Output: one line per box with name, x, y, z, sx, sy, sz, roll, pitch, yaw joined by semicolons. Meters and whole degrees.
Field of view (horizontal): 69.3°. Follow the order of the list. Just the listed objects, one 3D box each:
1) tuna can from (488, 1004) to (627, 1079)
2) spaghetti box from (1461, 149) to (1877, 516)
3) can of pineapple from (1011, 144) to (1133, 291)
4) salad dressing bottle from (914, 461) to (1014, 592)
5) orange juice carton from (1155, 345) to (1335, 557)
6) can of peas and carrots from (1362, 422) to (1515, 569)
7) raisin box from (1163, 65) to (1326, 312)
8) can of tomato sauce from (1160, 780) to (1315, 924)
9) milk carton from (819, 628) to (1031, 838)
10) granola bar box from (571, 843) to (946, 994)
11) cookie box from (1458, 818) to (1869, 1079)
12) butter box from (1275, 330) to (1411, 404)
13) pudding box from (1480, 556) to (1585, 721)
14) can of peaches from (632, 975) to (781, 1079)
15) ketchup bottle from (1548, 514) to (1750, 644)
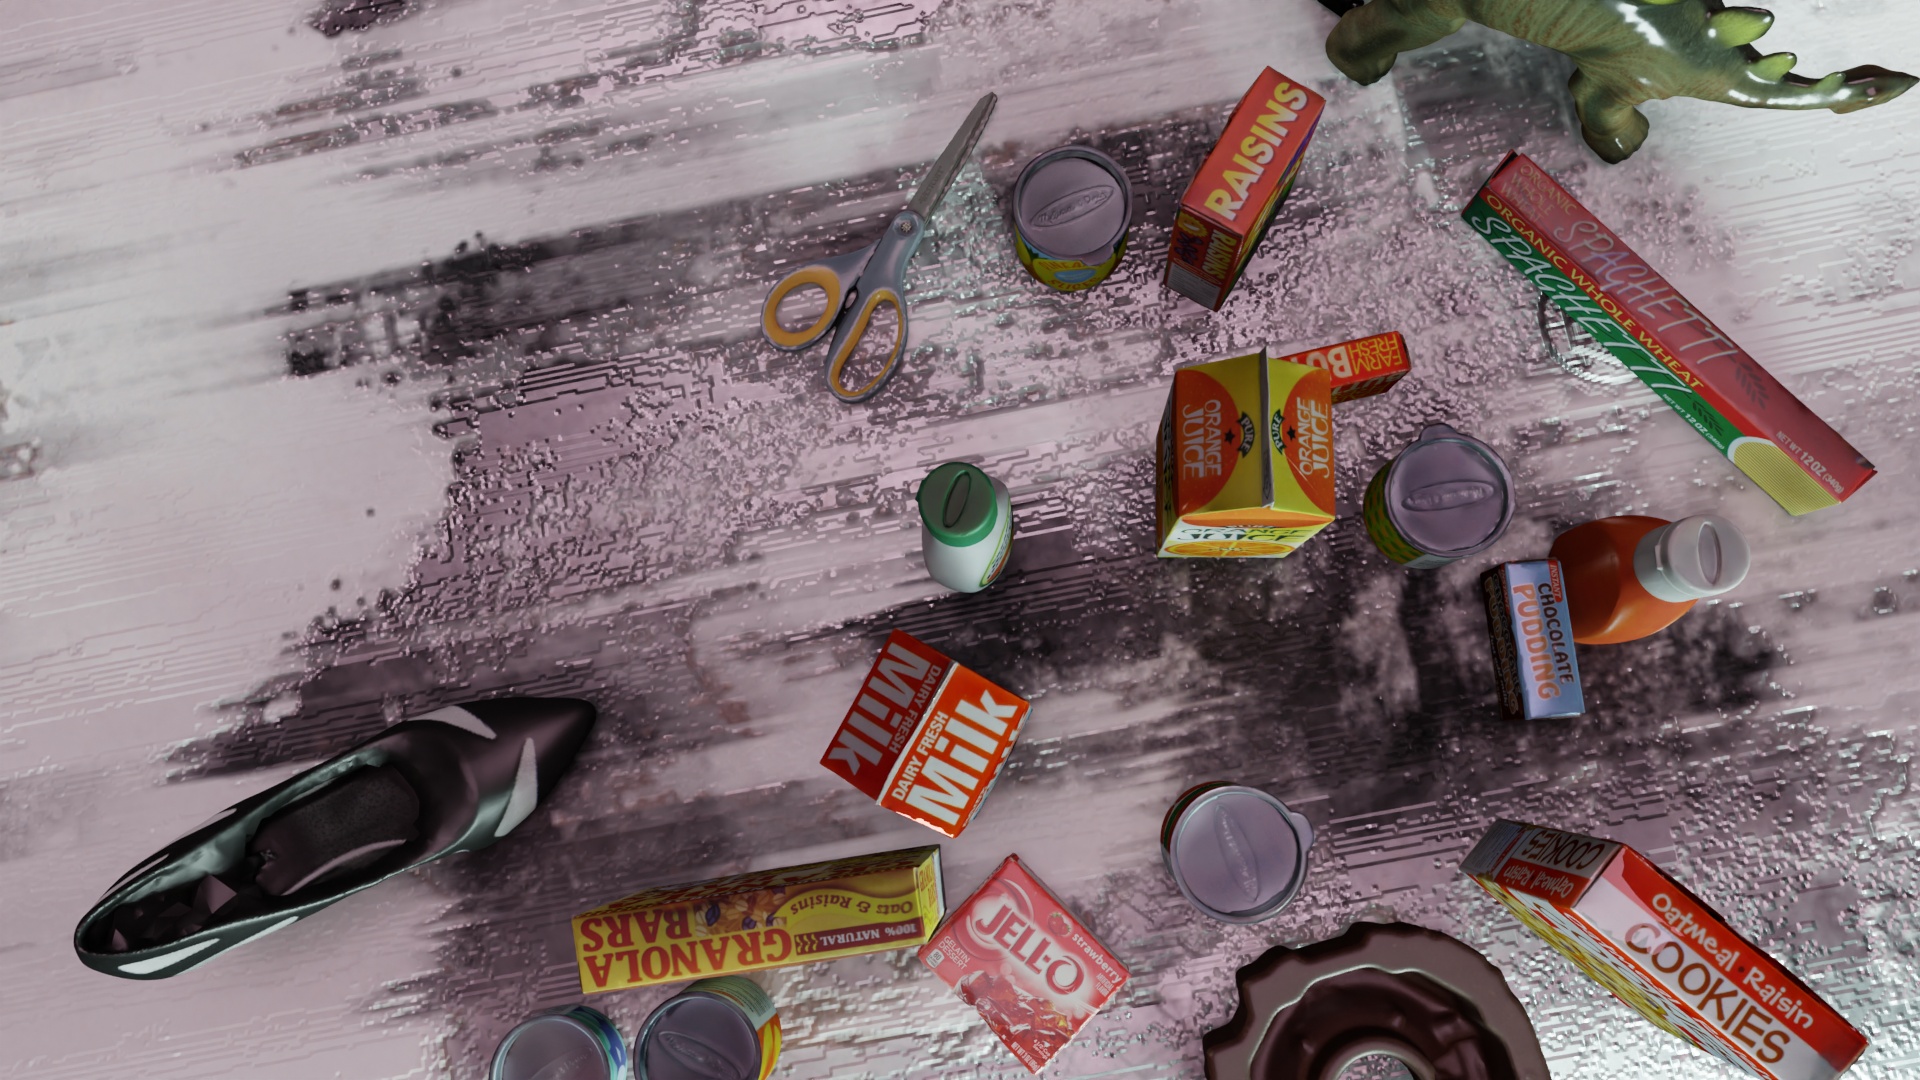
tuna can;-0.213;0.286;0.743;0.071;0.033;0.071;-1;82;4
spaghetti box;0.377;-0.112;0.752;0.029;0.050;0.250;-44;81;-3
can of pineapple;0.063;-0.178;0.779;0.071;0.058;0.071;-1;82;4
salad dressing bottle;0.003;-0.009;0.713;0.044;0.147;0.064;18;84;6
orange juice carton;0.138;-0.037;0.685;0.073;0.192;0.072;0;82;4
can of peas and carrots;0.253;-0.022;0.743;0.071;0.058;0.071;-1;82;4
raisin box;0.148;-0.183;0.741;0.040;0.123;0.086;32;85;8
can of tomato sauce;0.139;0.156;0.712;0.071;0.083;0.071;-1;82;4
milk carton;-0.013;0.094;0.678;0.073;0.190;0.072;28;85;7
granola bar box;-0.094;0.190;0.703;0.165;0.124;0.039;-9;82;3
cookie box;0.318;0.188;0.653;0.123;0.167;0.040;39;87;8
butter box;0.188;-0.086;0.760;0.103;0.053;0.024;-13;82;2
pudding box;0.301;0.053;0.733;0.030;0.049;0.084;-6;81;3
can of peaches;-0.132;0.267;0.727;0.071;0.058;0.071;-1;82;4
ketchup bottle;0.335;0.016;0.686;0.043;0.148;0.065;-2;82;4
